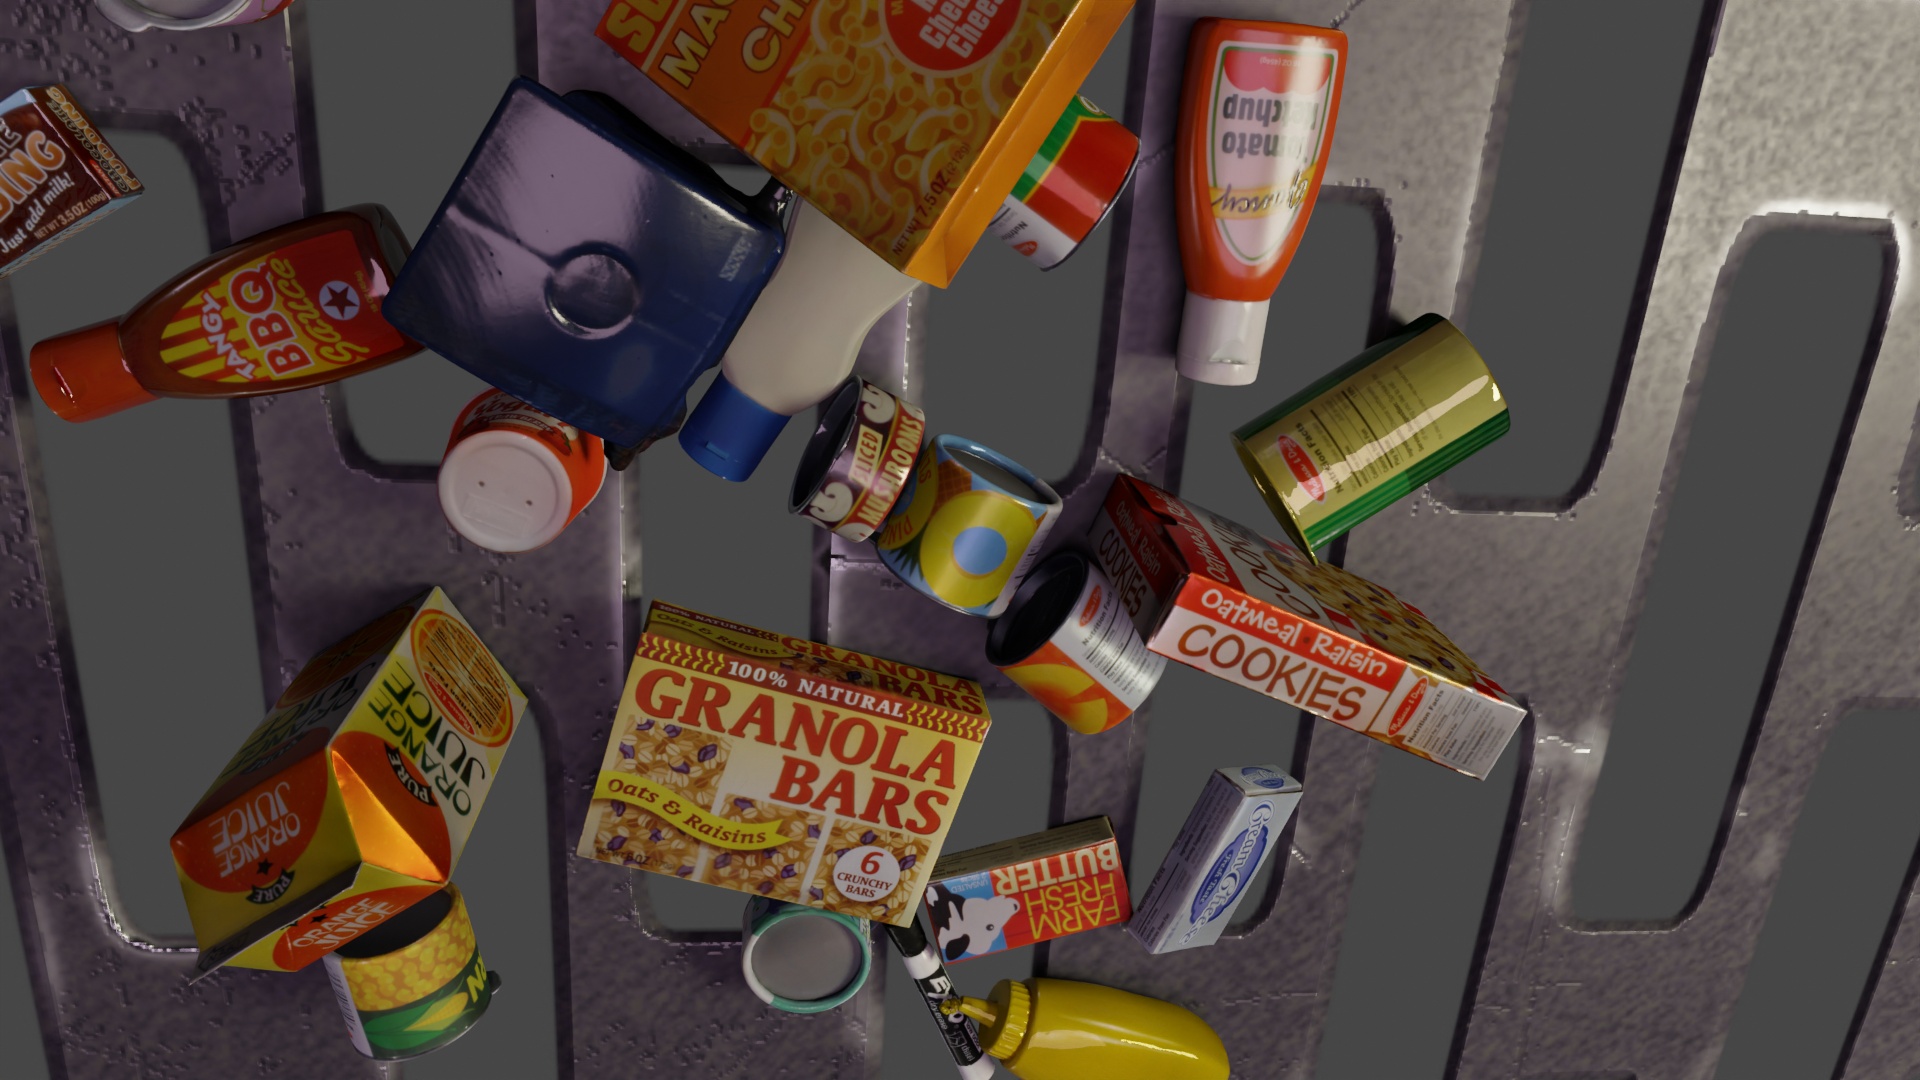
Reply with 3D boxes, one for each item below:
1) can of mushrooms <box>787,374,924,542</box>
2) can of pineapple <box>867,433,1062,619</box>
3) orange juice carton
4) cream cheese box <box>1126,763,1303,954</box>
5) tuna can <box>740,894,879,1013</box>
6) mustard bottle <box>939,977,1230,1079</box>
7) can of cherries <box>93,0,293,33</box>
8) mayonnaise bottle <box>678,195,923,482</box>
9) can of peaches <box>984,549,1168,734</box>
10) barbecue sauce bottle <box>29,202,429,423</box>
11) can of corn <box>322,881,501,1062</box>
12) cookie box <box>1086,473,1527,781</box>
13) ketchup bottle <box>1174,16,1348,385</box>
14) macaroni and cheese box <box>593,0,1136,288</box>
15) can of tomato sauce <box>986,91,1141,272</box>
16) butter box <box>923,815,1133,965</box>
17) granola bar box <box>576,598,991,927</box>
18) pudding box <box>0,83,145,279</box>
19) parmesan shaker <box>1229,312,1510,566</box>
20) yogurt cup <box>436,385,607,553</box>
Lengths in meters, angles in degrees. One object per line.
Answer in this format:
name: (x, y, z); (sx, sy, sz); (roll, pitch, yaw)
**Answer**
can of mushrooms: (-0.044, -0.035, 0.596); (0.033, 0.071, 0.071); (27, 106, -18)
can of pineapple: (0.002, -0.008, 0.615); (0.071, 0.071, 0.057); (24, 106, -15)
orange juice carton: (-0.242, 0.099, 0.558); (0.072, 0.193, 0.073); (-29, 111, 6)
cream cheese box: (0.129, 0.162, 0.706); (0.053, 0.024, 0.103); (7, 114, -45)
tuna can: (-0.076, 0.204, 0.705); (0.071, 0.033, 0.070); (-2, 112, -5)
mustard bottle: (0.062, 0.265, 0.737); (0.160, 0.049, 0.065); (23, 106, -14)
can of cherries: (-0.279, -0.219, 0.503); (0.071, 0.058, 0.071); (-3, 112, -7)
mayonnaise bottle: (-0.066, -0.093, 0.588); (0.065, 0.041, 0.147); (34, 105, -10)
can of peaches: (0.053, 0.048, 0.644); (0.058, 0.071, 0.071); (40, 102, -19)
barbecue sauce bottle: (-0.293, -0.086, 0.561); (0.148, 0.044, 0.064); (-17, 113, 0)
can of corn: (-0.263, 0.202, 0.666); (0.071, 0.071, 0.058); (-9, 112, -3)
cookie box: (0.147, 0.034, 0.617); (0.167, 0.123, 0.040); (22, 107, -14)
ketchup bottle: (0.119, -0.142, 0.589); (0.065, 0.044, 0.148); (2, 111, -8)
macaroni and cheese box: (-0.039, -0.190, 0.506); (0.167, 0.040, 0.123); (40, 104, 18)
can of tomato sauce: (0.021, -0.160, 0.558); (0.083, 0.071, 0.071); (32, 104, -17)
butter box: (0.034, 0.180, 0.714); (0.103, 0.024, 0.053); (-13, 112, -2)
granola bar box: (-0.084, 0.108, 0.664); (0.166, 0.039, 0.123); (16, 109, -12)
pudding box: (-0.373, -0.135, 0.540); (0.083, 0.030, 0.049); (-29, 111, 5)
parmesan shaker: (0.183, -0.045, 0.621); (0.103, 0.071, 0.071); (-32, 112, 5)
yogurt cup: (-0.188, -0.029, 0.590); (0.072, 0.054, 0.072); (-2, 112, -5)
